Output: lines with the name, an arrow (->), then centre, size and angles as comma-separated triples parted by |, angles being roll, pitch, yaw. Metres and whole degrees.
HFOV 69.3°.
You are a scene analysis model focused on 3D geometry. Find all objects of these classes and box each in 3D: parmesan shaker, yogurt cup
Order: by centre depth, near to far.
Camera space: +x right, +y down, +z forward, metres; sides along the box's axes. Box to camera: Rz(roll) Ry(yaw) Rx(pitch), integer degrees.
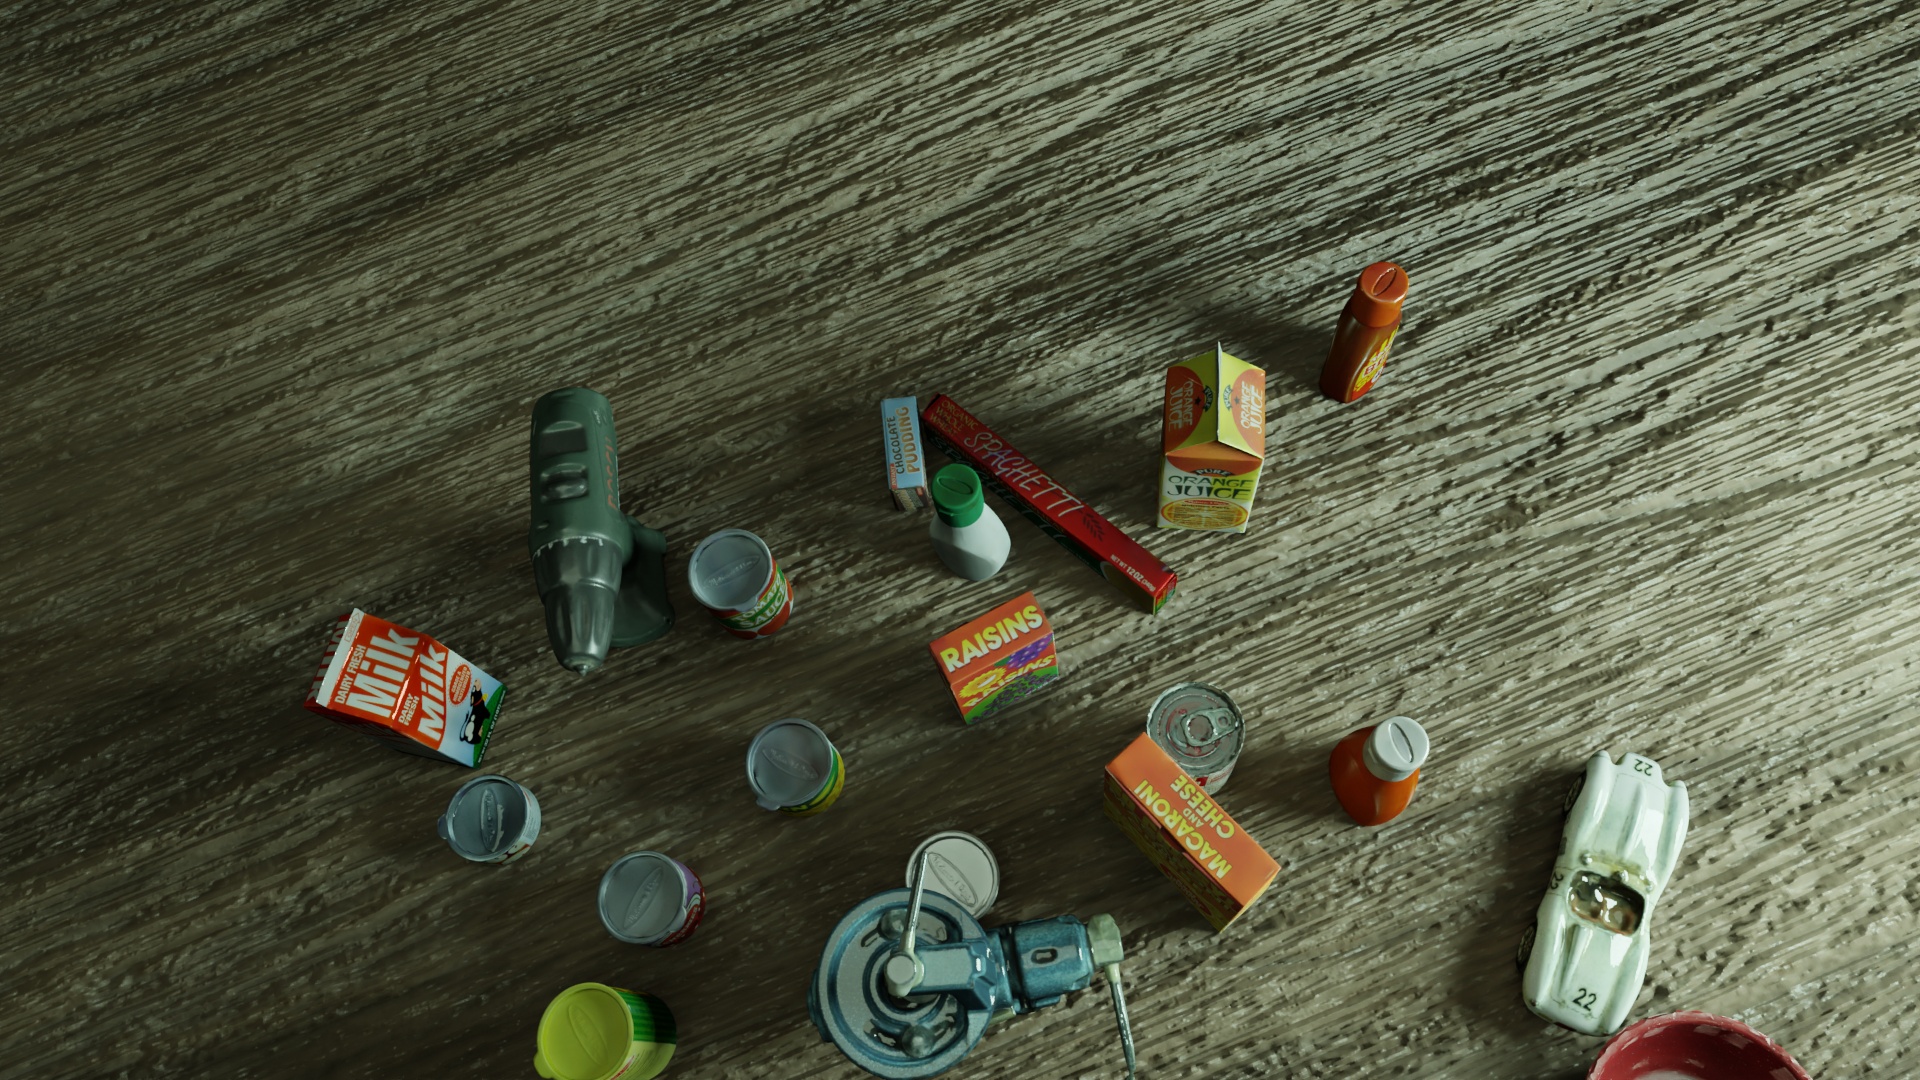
parmesan shaker -> -0.248, 0.349, 0.975 | 0.071, 0.102, 0.071 | -2, 69, 5
yogurt cup -> -0.004, 0.250, 1.015 | 0.072, 0.053, 0.072 | -2, 69, 5

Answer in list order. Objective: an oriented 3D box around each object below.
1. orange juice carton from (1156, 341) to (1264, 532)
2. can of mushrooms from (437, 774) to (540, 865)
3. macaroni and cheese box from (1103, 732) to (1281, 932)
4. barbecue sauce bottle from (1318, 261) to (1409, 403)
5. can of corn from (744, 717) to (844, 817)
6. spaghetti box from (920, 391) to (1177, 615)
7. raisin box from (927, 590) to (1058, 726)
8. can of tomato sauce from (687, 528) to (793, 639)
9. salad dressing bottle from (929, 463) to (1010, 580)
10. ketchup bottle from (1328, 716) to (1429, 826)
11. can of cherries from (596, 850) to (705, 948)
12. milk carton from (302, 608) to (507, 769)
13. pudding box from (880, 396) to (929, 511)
orange juice carton -> 0.188, -0.073, 1.045 | 0.073, 0.192, 0.072 | 3, 70, 7
can of mushrooms -> -0.364, 0.217, 1.075 | 0.071, 0.033, 0.071 | -2, 69, 5
macaroni and cheese box -> 0.154, 0.205, 0.955 | 0.040, 0.166, 0.124 | -42, 71, -10
barbecue sauce bottle -> 0.319, -0.165, 1.091 | 0.044, 0.148, 0.065 | 37, 77, 17
can of corn -> -0.126, 0.176, 1.053 | 0.071, 0.058, 0.071 | -2, 69, 5
spaghetti box -> 0.068, -0.031, 1.118 | 0.250, 0.050, 0.029 | 39, 78, 18
raisin box -> 0.027, 0.089, 1.036 | 0.086, 0.123, 0.040 | -27, 69, -4
can of tomato sauce -> -0.171, 0.037, 1.098 | 0.071, 0.083, 0.071 | -2, 69, 5
salad dressing bottle -> 0.004, -0.013, 1.065 | 0.064, 0.147, 0.044 | 22, 73, 14
ketchup bottle -> 0.292, 0.158, 0.969 | 0.043, 0.148, 0.065 | -21, 69, -2
can of cherries -> -0.226, 0.268, 1.028 | 0.071, 0.058, 0.072 | -2, 69, 5
milk carton -> -0.419, 0.111, 1.037 | 0.073, 0.190, 0.072 | 10, 71, 10
pudding box -> -0.045, -0.072, 1.145 | 0.030, 0.049, 0.084 | -7, 69, 3
